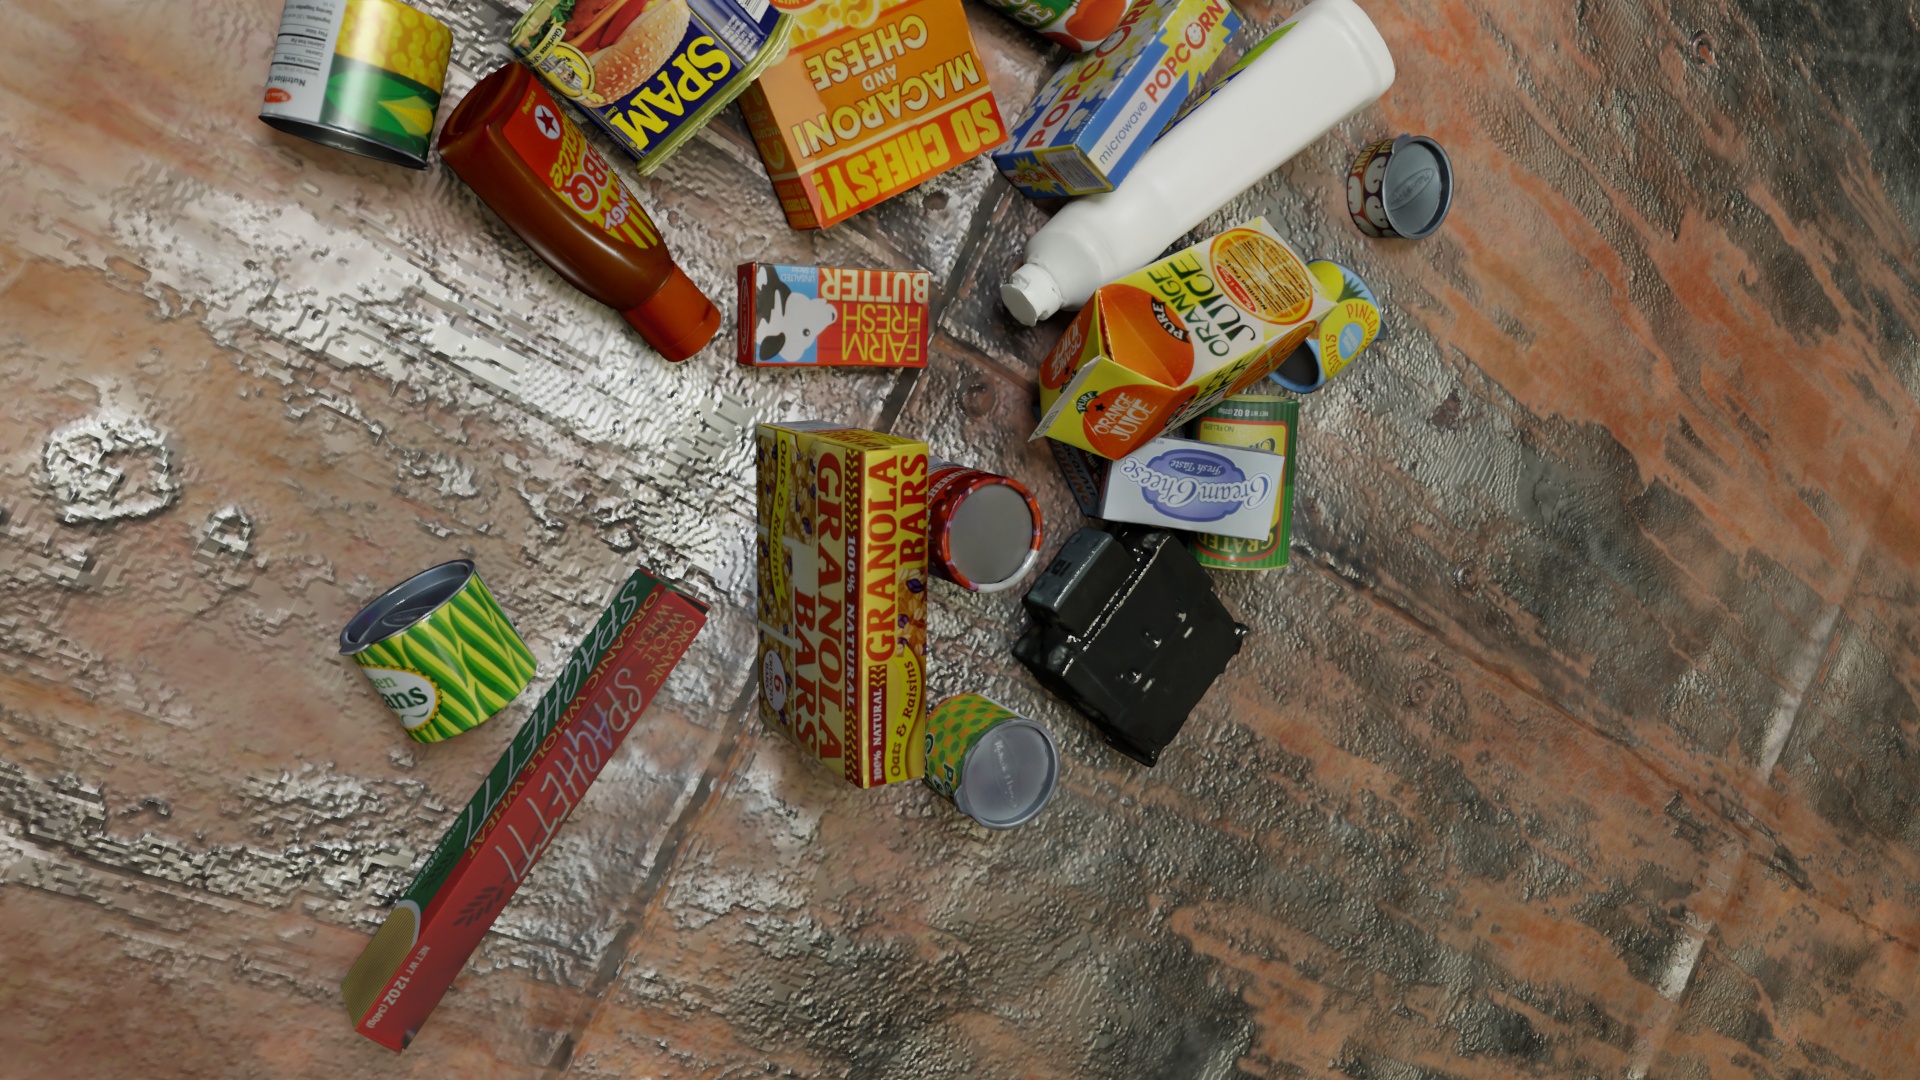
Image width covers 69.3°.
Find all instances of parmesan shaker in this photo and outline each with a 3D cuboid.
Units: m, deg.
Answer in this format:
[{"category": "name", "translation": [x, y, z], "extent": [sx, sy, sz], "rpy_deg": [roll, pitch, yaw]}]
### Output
[{"category": "parmesan shaker", "translation": [0.171, -0.038, 0.865], "extent": [0.071, 0.071, 0.103], "rpy_deg": [-4, 101, -30]}]

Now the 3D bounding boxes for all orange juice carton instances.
[{"category": "orange juice carton", "translation": [0.117, -0.109, 0.777], "extent": [0.193, 0.071, 0.073], "rpy_deg": [-29, 77, -35]}]

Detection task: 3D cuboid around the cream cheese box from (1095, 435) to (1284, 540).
[{"category": "cream cheese box", "translation": [0.133, -0.032, 0.811], "extent": [0.104, 0.024, 0.053], "rpy_deg": [7, 99, -11]}]

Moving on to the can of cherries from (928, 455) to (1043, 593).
[{"category": "can of cherries", "translation": [0.003, -0.010, 0.773], "extent": [0.072, 0.058, 0.071], "rpy_deg": [-7, 104, -30]}]

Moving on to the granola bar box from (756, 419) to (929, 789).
[{"category": "granola bar box", "translation": [-0.063, 0.027, 0.703], "extent": [0.039, 0.124, 0.165], "rpy_deg": [-5, 102, -31]}]

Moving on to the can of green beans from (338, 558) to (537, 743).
[{"category": "can of green beans", "translation": [-0.238, 0.051, 0.637], "extent": [0.071, 0.071, 0.057], "rpy_deg": [-35, 116, -20]}]

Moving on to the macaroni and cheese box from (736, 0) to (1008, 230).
[{"category": "macaroni and cheese box", "translation": [-0.059, -0.258, 0.699], "extent": [0.124, 0.040, 0.166], "rpy_deg": [-31, 113, -22]}]

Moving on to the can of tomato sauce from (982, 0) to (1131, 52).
[{"category": "can of tomato sauce", "translation": [0.043, -0.305, 0.736], "extent": [0.083, 0.071, 0.071], "rpy_deg": [17, 91, -33]}]

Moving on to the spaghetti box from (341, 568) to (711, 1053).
[{"category": "spaghetti box", "translation": [-0.211, 0.124, 0.677], "extent": [0.028, 0.050, 0.250], "rpy_deg": [40, 78, -31]}]

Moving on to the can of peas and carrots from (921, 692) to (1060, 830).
[{"category": "can of peas and carrots", "translation": [0.013, 0.128, 0.806], "extent": [0.071, 0.059, 0.070], "rpy_deg": [-6, 103, -29]}]

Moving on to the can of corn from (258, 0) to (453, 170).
[{"category": "can of corn", "translation": [-0.250, -0.194, 0.584], "extent": [0.071, 0.071, 0.058], "rpy_deg": [12, 93, -32]}]

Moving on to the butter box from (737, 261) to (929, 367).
[{"category": "butter box", "translation": [-0.065, -0.118, 0.732], "extent": [0.104, 0.024, 0.053], "rpy_deg": [-3, 101, -30]}]

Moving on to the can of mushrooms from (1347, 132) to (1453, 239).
[{"category": "can of mushrooms", "translation": [0.289, -0.234, 0.915], "extent": [0.071, 0.033, 0.071], "rpy_deg": [-7, 103, -29]}]

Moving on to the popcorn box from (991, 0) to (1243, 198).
[{"category": "popcorn box", "translation": [0.084, -0.246, 0.760], "extent": [0.038, 0.085, 0.127], "rpy_deg": [42, 78, -28]}]

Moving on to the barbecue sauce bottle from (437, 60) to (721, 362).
[{"category": "barbecue sauce bottle", "translation": [-0.171, -0.145, 0.644], "extent": [0.148, 0.043, 0.065], "rpy_deg": [49, 31, -38]}]

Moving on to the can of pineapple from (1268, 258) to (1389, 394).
[{"category": "can of pineapple", "translation": [0.222, -0.134, 0.873], "extent": [0.058, 0.071, 0.070], "rpy_deg": [-40, 117, -17]}]

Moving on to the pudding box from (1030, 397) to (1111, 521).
[{"category": "pudding box", "translation": [0.083, -0.059, 0.828], "extent": [0.050, 0.030, 0.083], "rpy_deg": [-38, 116, -20]}]
